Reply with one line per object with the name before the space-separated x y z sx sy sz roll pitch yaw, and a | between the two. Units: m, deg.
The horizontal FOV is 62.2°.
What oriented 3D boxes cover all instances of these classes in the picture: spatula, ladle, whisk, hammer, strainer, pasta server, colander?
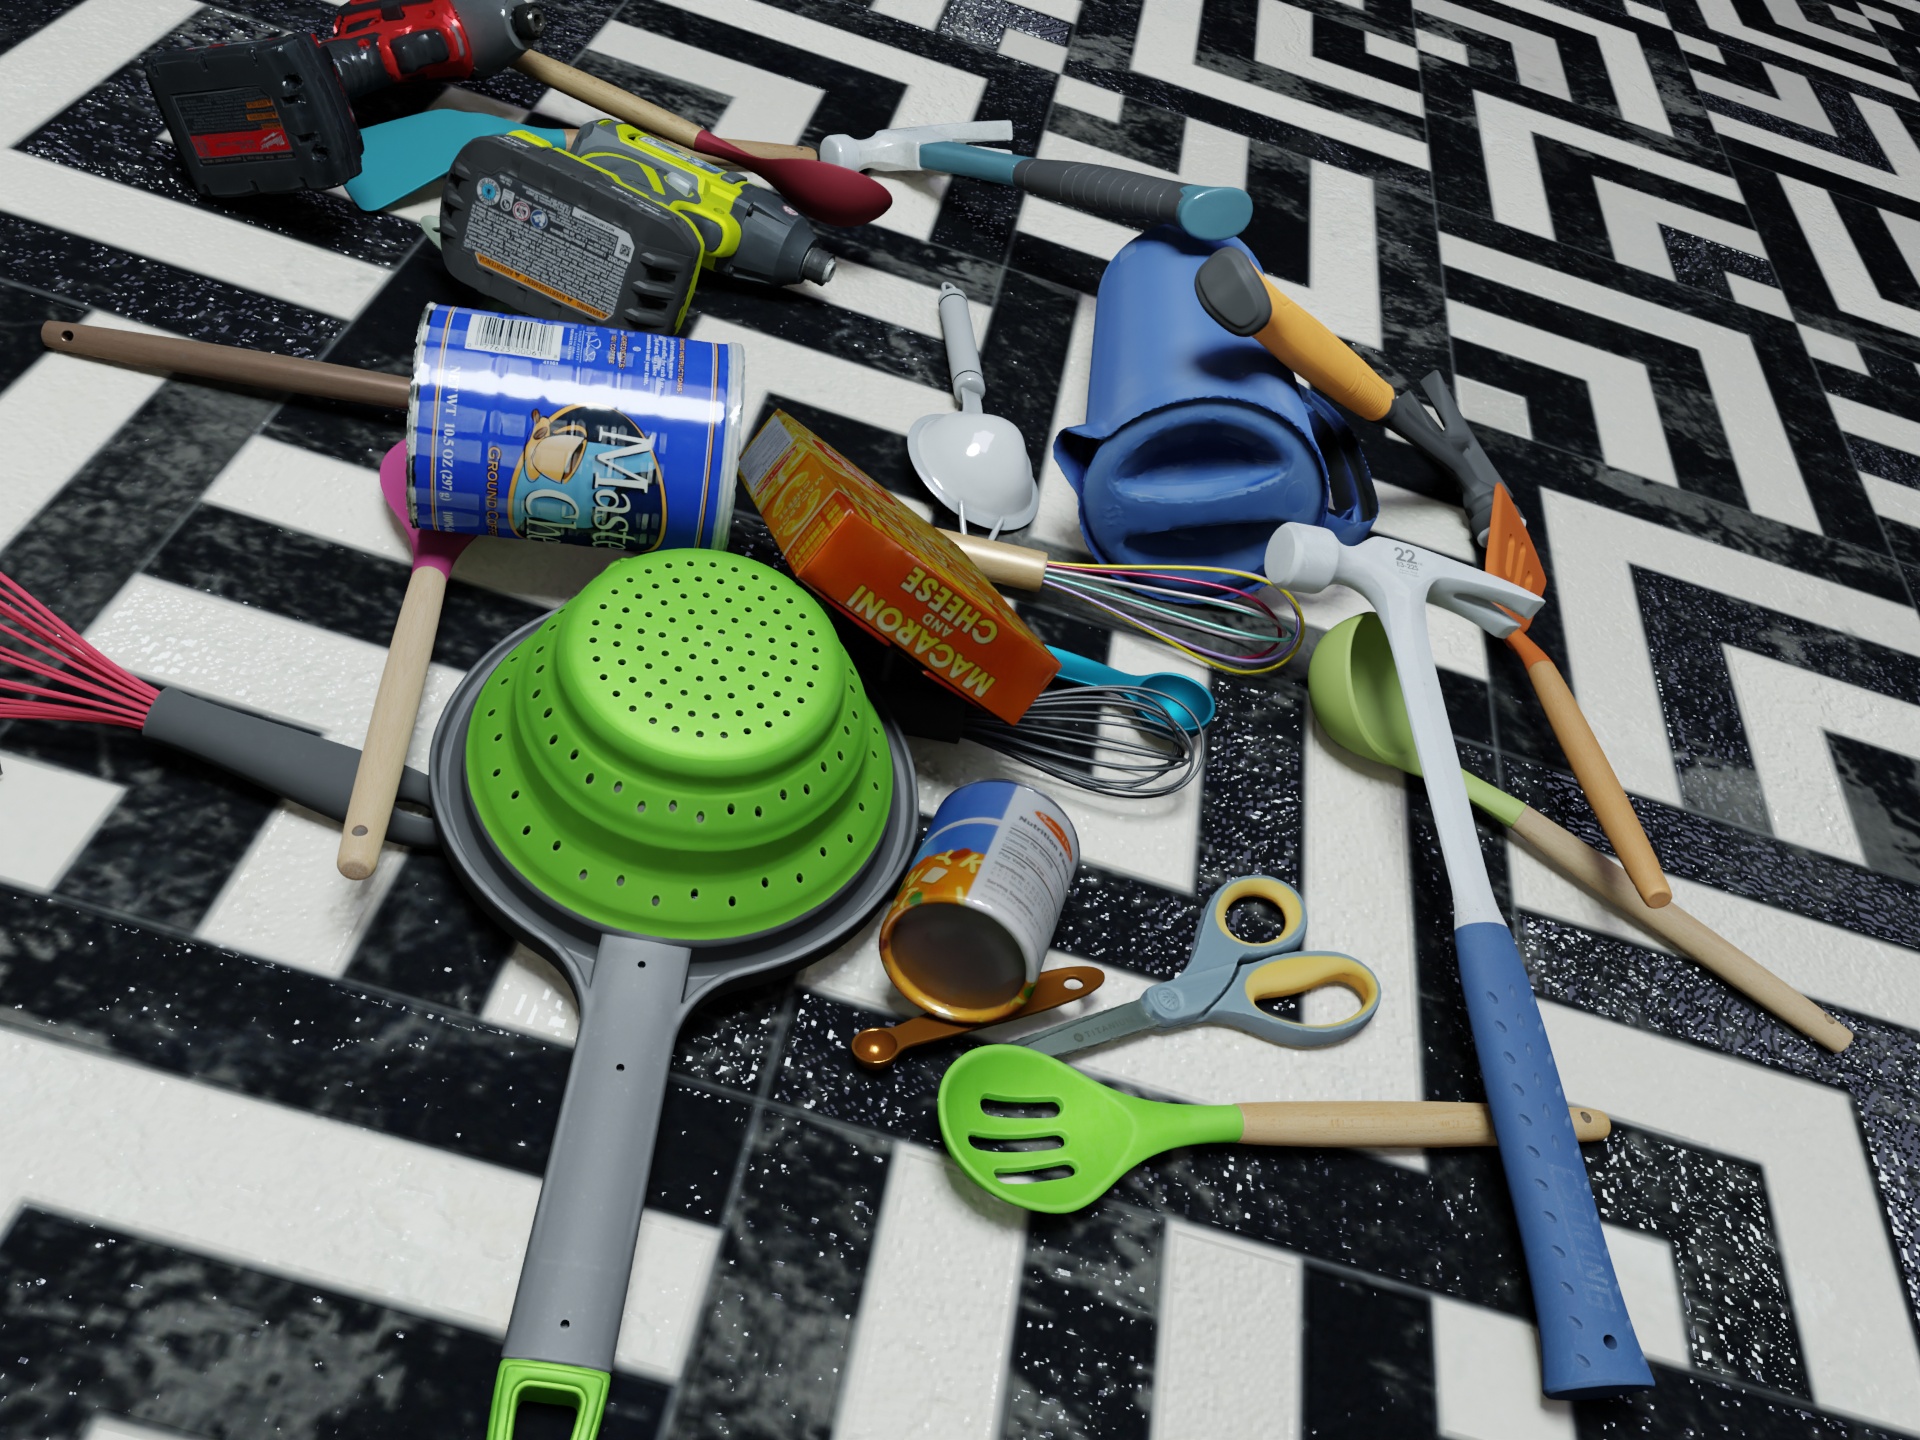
spatula | 0.327 -0.017 0.853 0.081 0.041 0.323 52 21 -30
ladle | -0.187 -0.379 1.009 0.315 0.069 0.031 27 86 11
whisk | -0.001 -0.003 0.753 0.239 0.055 0.055 9 45 -6
whisk | 0.064 -0.070 0.846 0.245 0.047 0.051 13 33 -2
hammer | 0.236 0.084 0.712 0.144 0.035 0.406 8 56 -18
whisk | -0.338 -0.009 0.631 0.295 0.073 0.073 22 44 -9
strainer | 0.006 -0.195 0.943 0.086 0.050 0.259 19 39 -25
pasta server | -0.298 -0.169 0.798 0.316 0.060 0.040 9 1 -5
colander | -0.113 0.063 0.590 0.204 0.094 0.397 11 51 -9
hammer | 0.225 -0.193 0.901 0.336 0.034 0.127 15 47 -51
spatula | -0.235 -0.363 1.028 0.317 0.044 0.082 -10 50 -33
hammer | 0.052 -0.350 1.024 0.128 0.033 0.331 -21 35 -32
ladle | 0.311 0.057 0.803 0.320 0.062 0.078 37 42 12

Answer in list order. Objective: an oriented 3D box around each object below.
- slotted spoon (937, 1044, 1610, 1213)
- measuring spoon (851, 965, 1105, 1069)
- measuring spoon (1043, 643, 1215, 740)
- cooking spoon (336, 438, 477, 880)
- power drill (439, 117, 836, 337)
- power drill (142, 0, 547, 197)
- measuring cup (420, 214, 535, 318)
slotted spoon | 0.136 0.168 0.653 0.313 0.031 0.070 5 48 -18
measuring spoon | 0.009 0.122 0.654 0.117 0.011 0.021 -13 35 -25
measuring spoon | 0.066 -0.017 0.815 0.128 0.021 0.042 18 44 10
cooking spoon | -0.240 -0.047 0.705 0.068 0.017 0.319 6 39 -13
power drill | -0.175 -0.279 0.901 0.171 0.080 0.223 25 27 3
power drill | -0.351 -0.386 0.941 0.143 0.078 0.220 5 38 23
measuring cup | -0.255 -0.222 0.875 0.083 0.038 0.168 -23 57 -36
